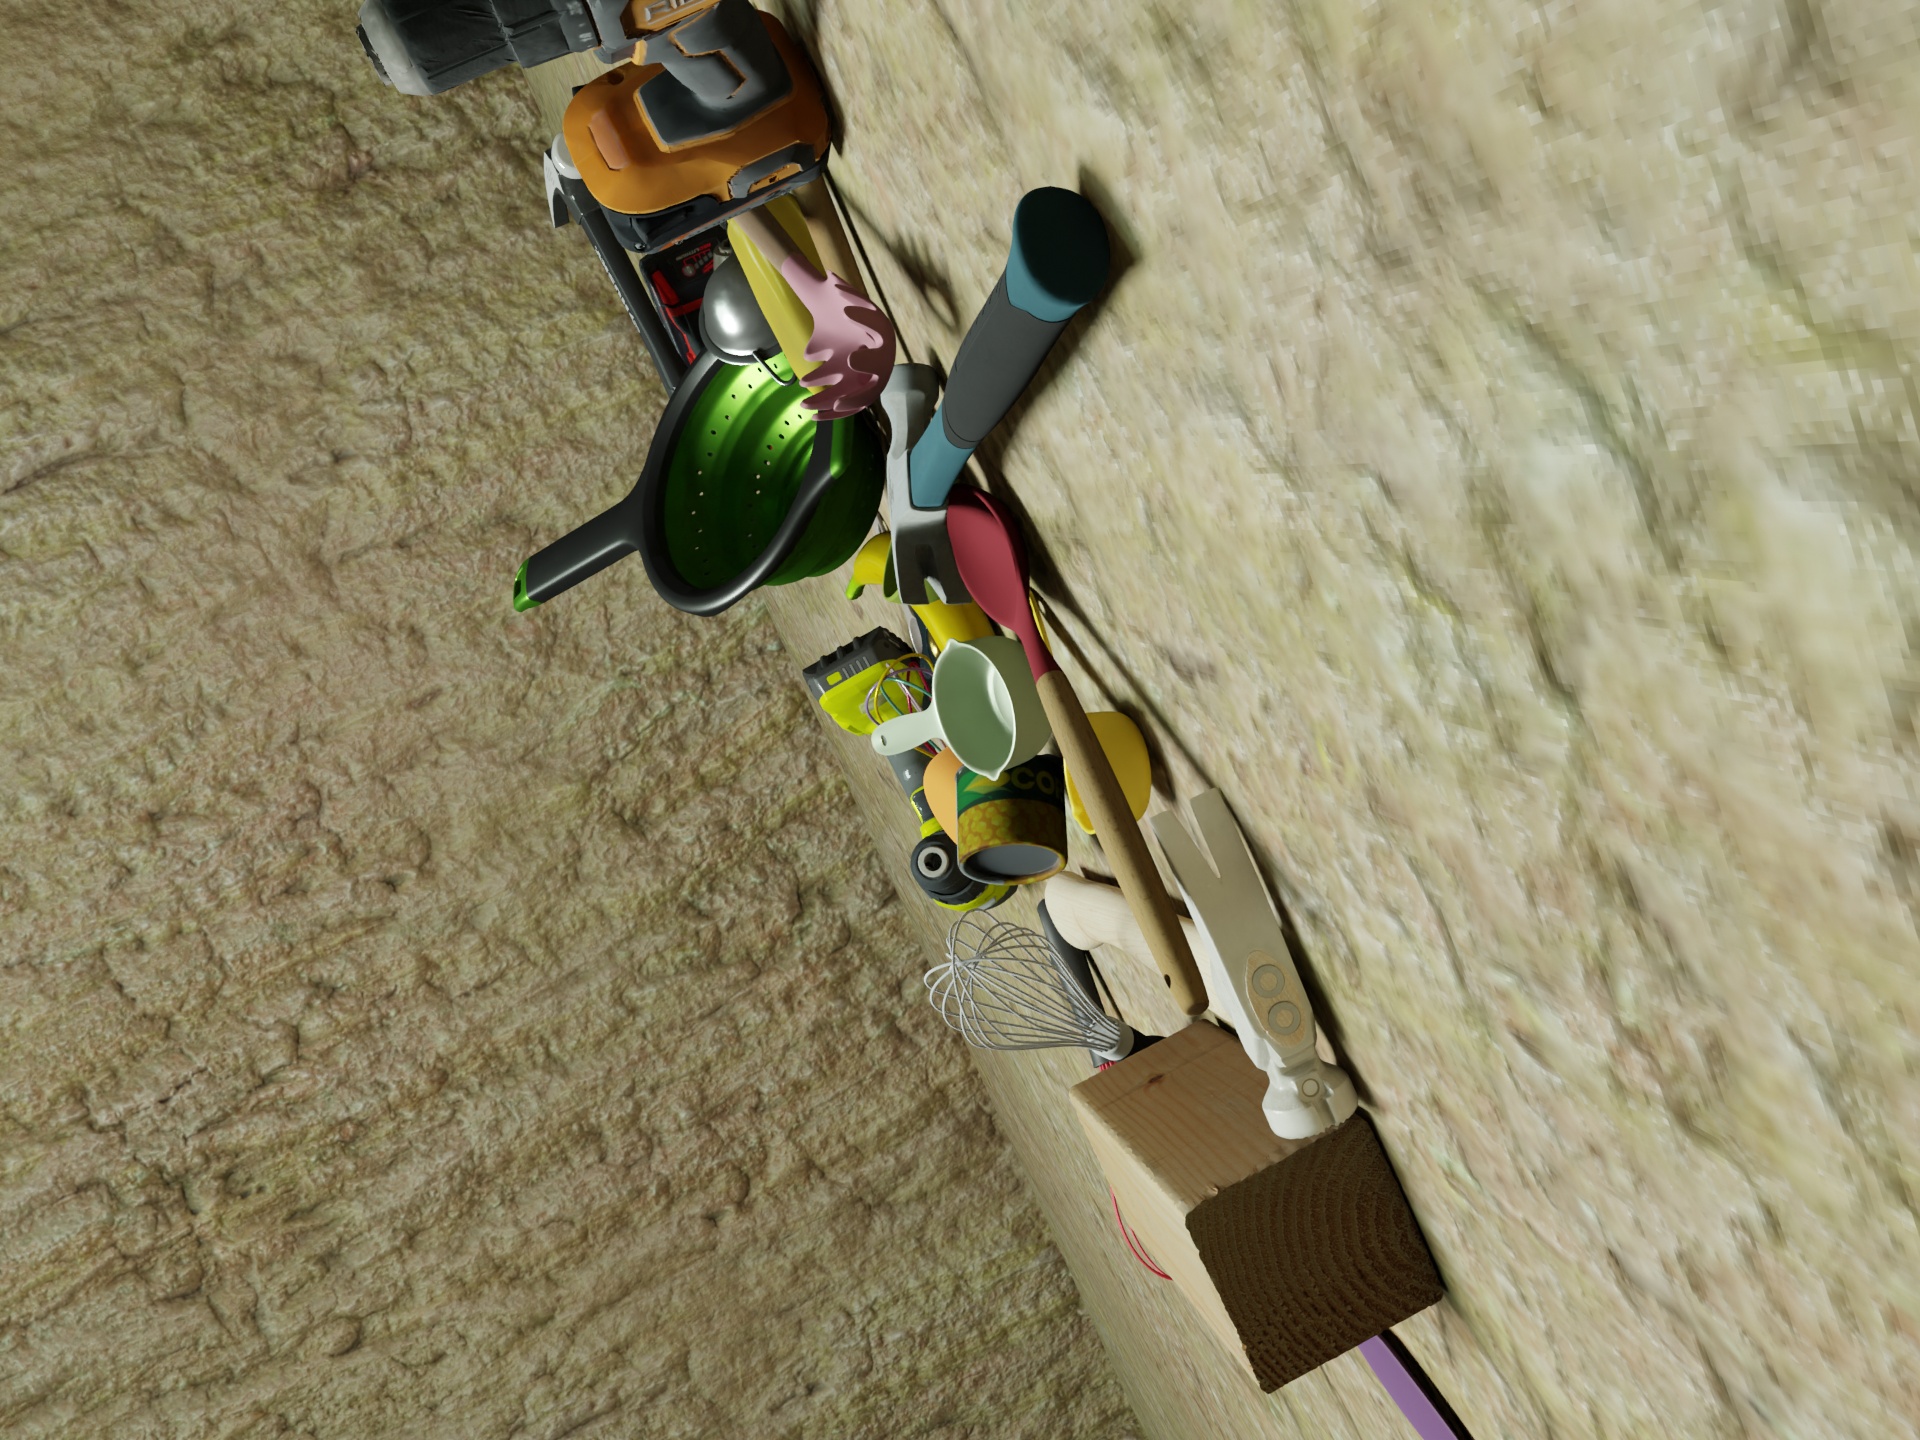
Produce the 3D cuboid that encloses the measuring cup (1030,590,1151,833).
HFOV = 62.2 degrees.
[{"bbox_3d":[0.060,-0.012,0.776,0.062,0.029,0.157,97,163,-46],"label":"measuring cup"}]

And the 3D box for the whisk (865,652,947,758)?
[{"bbox_3d":[-0.006,0.019,1.127,0.244,0.051,0.047,54,-136,-58],"label":"whisk"}]

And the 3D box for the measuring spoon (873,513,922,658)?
[{"bbox_3d":[-0.039,-0.102,1.172,0.034,0.018,0.124,117,134,-67],"label":"measuring spoon"}]

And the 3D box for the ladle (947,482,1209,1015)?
[{"bbox_3d":[0.047,0.000,0.709,0.069,0.031,0.316,91,164,-46],"label":"ladle"}]

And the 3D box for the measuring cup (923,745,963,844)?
[{"bbox_3d":[0.016,0.031,1.016,0.095,0.052,0.173,45,158,22],"label":"measuring cup"}]

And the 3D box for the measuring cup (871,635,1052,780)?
[{"bbox_3d":[-0.001,-0.003,0.930,0.167,0.038,0.083,-19,89,59],"label":"measuring cup"}]

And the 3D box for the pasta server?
[{"bbox_3d":[-0.101,-0.245,0.815,0.317,0.040,0.060,56,136,42],"label":"pasta server"}]

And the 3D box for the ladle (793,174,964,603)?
[{"bbox_3d":[-0.066,-0.215,0.842,0.320,0.062,0.078,68,165,-7],"label":"ladle"}]

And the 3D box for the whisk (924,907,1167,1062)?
[{"bbox_3d":[0.068,0.167,0.866,0.284,0.070,0.070,36,-162,-51],"label":"whisk"}]

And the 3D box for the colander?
[{"bbox_3d":[-0.173,-0.137,1.093,0.397,0.094,0.205,-20,63,42],"label":"colander"}]

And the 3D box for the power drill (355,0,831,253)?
[{"bbox_3d":[-0.142,-0.281,0.681,0.084,0.185,0.226,63,175,3],"label":"power drill"}]

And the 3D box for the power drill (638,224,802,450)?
[{"bbox_3d":[-0.161,-0.290,1.163,0.227,0.080,0.187,52,165,47],"label":"power drill"}]

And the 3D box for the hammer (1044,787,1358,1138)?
[{"bbox_3d":[0.094,0.103,0.845,0.410,0.038,0.146,174,72,-82],"label":"hammer"}]

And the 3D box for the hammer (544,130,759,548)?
[{"bbox_3d":[-0.222,-0.271,1.204,0.334,0.035,0.146,63,167,-11],"label":"hammer"}]

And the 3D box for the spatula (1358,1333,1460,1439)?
[{"bbox_3d":[0.191,0.295,0.868,0.316,0.018,0.059,52,166,55],"label":"spatula"}]

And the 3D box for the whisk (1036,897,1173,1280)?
[{"bbox_3d":[0.114,0.266,1.150,0.073,0.073,0.296,91,158,-73],"label":"whisk"}]

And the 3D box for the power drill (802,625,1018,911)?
[{"bbox_3d":[-0.036,0.046,1.253,0.229,0.080,0.190,62,-173,13],"label":"power drill"}]

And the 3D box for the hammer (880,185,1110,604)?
[{"bbox_3d":[0.004,-0.129,0.646,0.331,0.033,0.128,147,120,-78],"label":"hammer"}]

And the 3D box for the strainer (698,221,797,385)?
[{"bbox_3d":[-0.146,-0.317,1.011,0.050,0.087,0.259,42,-155,-54],"label":"strainer"}]
